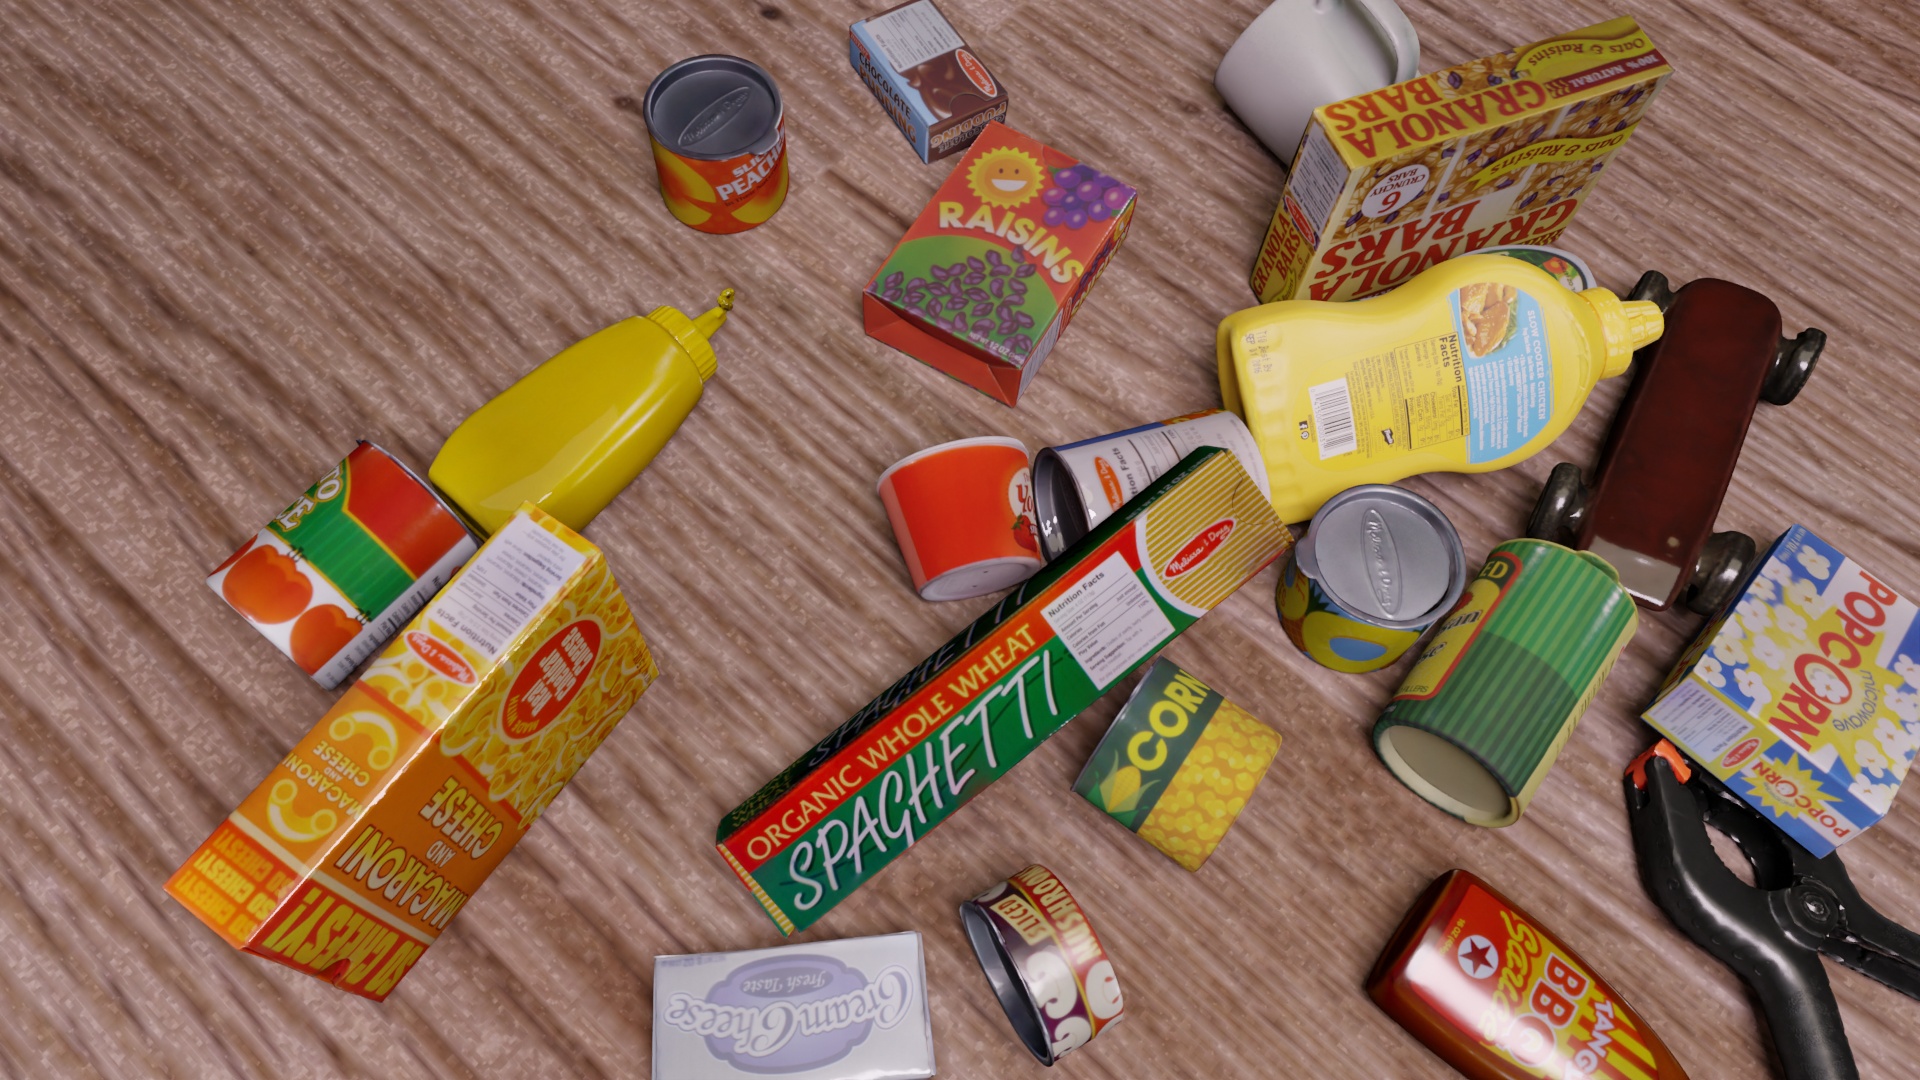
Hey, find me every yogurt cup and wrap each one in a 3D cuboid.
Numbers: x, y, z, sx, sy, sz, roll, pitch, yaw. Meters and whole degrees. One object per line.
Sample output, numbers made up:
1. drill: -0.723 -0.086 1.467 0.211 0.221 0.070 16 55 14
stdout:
1. yogurt cup: 0.002 -0.007 0.597 0.072 0.072 0.054 -12 74 -8

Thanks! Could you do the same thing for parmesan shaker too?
1. parmesan shaker: 0.224 0.057 0.572 0.071 0.071 0.103 36 68 14

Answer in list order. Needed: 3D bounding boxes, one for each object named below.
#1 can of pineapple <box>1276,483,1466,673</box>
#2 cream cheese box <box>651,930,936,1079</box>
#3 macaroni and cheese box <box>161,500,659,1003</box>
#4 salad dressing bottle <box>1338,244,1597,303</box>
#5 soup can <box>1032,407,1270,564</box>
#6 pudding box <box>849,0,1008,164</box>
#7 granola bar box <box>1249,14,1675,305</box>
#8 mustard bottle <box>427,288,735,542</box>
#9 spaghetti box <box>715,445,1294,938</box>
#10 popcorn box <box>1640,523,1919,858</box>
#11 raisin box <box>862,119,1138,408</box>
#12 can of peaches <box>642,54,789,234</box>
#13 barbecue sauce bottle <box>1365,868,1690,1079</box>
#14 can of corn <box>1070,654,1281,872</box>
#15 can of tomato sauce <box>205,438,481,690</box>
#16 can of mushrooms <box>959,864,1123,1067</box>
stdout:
1. can of pineapple: 0.172 0.017 0.596 0.071 0.057 0.071 1 64 -2
2. cream cheese box: -0.063 0.180 0.523 0.104 0.024 0.053 -4 65 -5
3. macaroni and cheese box: -0.187 0.082 0.510 0.040 0.123 0.167 32 67 13
4. salad dressing bottle: 0.227 -0.104 0.666 0.148 0.043 0.064 -12 70 -8
5. soup can: 0.081 -0.016 0.604 0.084 0.071 0.071 -14 66 -15
6. pudding box: -0.018 -0.242 0.728 0.050 0.030 0.084 -28 69 -16
7. granola bar box: 0.228 -0.169 0.653 0.166 0.123 0.039 -19 67 -12
8. mustard bottle: -0.157 -0.060 0.622 0.065 0.048 0.161 40 68 16
9. spaghetti box: 0.017 0.056 0.544 0.250 0.029 0.050 -38 102 -4
10. popcorn box: 0.354 0.058 0.580 0.085 0.038 0.127 42 54 17
11. raisin box: 0.020 -0.136 0.674 0.086 0.040 0.124 28 65 11
12. can of peaches: -0.117 -0.193 0.684 0.071 0.057 0.071 1 64 -3
13. barbecue sauce bottle: 0.231 0.193 0.521 0.149 0.043 0.065 37 67 14
14. can of corn: 0.086 0.087 0.550 0.058 0.071 0.071 33 67 12
15. can of tomato sauce: -0.254 0.009 0.573 0.071 0.071 0.083 36 68 14
16. can of mushrooms: 0.029 0.155 0.515 0.033 0.070 0.071 -24 68 -16
